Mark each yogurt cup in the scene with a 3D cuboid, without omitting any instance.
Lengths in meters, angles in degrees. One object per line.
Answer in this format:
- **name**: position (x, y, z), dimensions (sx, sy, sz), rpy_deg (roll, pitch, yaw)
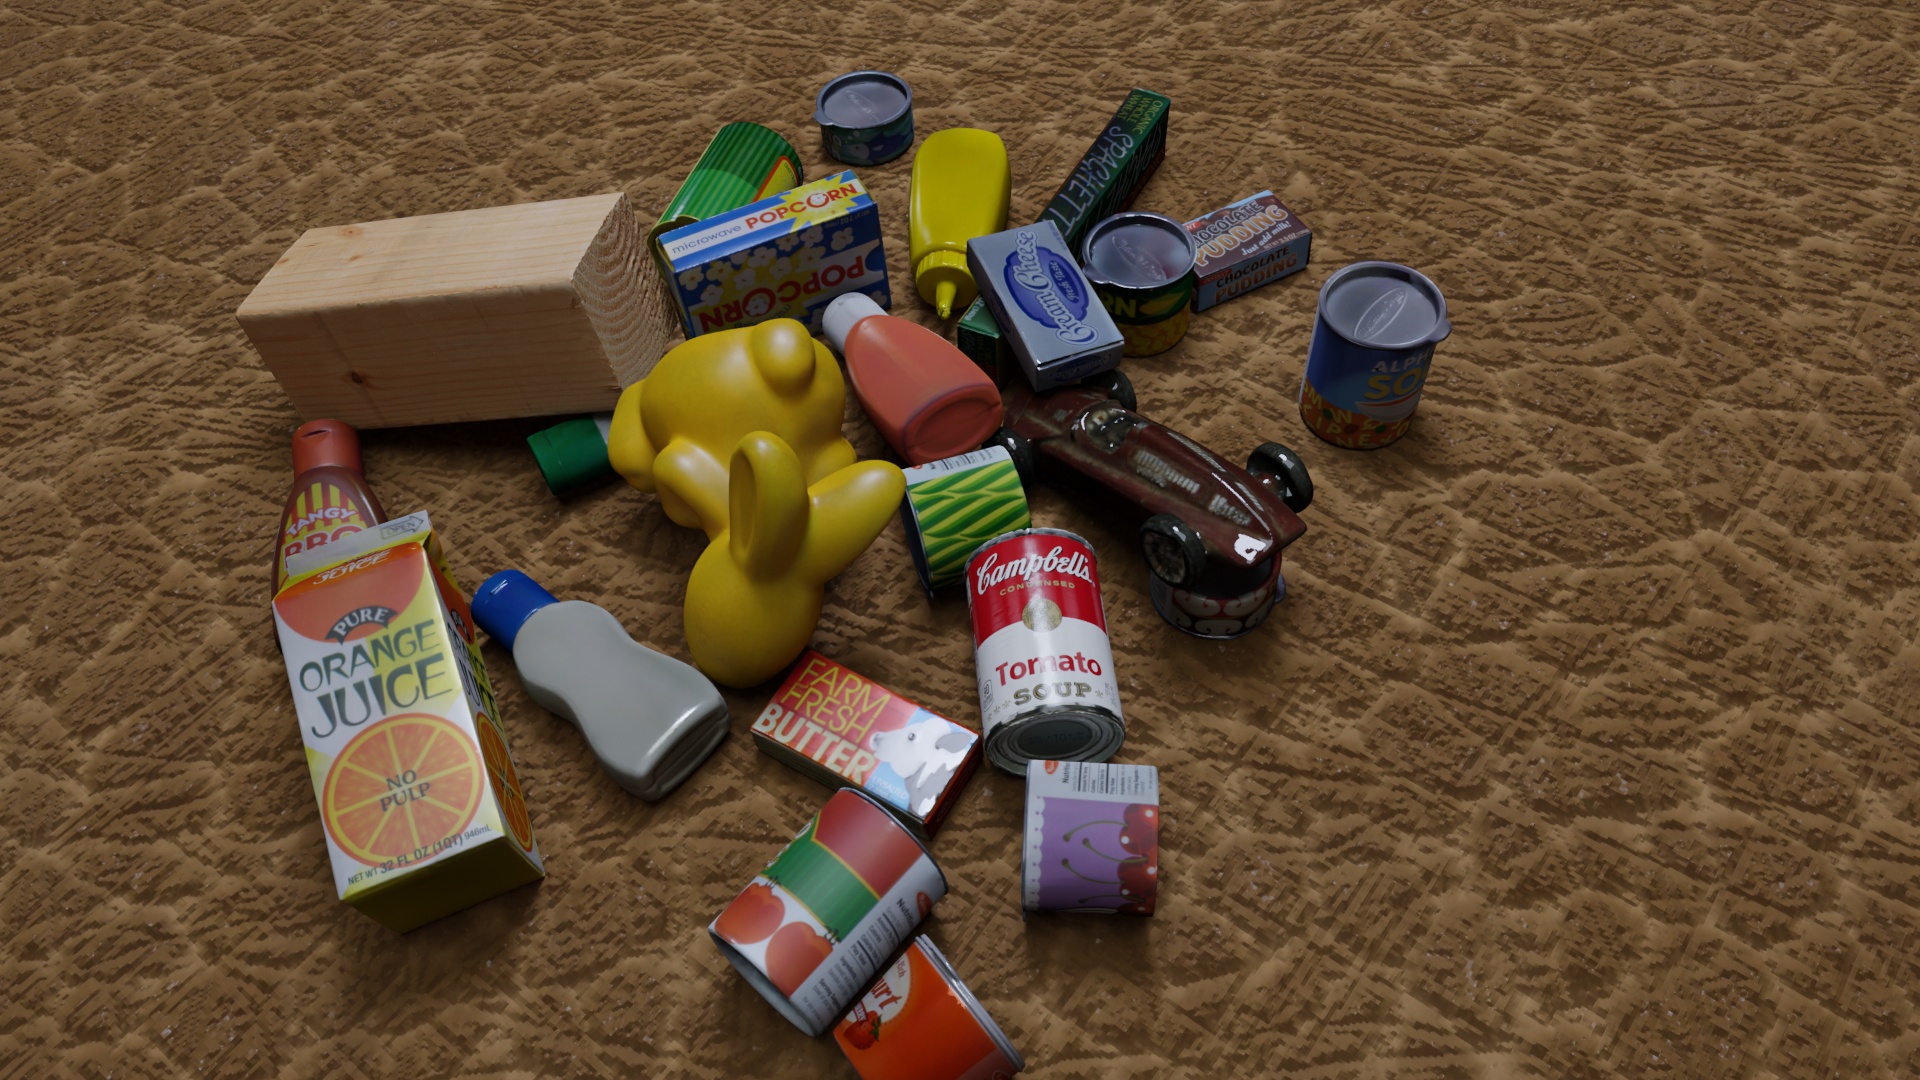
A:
- **yogurt cup**: position (-0.015, 0.204, 0.566), dimensions (0.054, 0.072, 0.072), rpy_deg (-38, 59, -13)

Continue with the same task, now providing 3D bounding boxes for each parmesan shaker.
- **parmesan shaker**: position (-0.147, -0.211, 0.882), dimensions (0.071, 0.071, 0.103), rpy_deg (12, 55, 13)

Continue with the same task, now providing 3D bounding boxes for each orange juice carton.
- **orange juice carton**: position (-0.263, 0.075, 0.652), dimensions (0.072, 0.072, 0.193), rpy_deg (-20, 66, -11)

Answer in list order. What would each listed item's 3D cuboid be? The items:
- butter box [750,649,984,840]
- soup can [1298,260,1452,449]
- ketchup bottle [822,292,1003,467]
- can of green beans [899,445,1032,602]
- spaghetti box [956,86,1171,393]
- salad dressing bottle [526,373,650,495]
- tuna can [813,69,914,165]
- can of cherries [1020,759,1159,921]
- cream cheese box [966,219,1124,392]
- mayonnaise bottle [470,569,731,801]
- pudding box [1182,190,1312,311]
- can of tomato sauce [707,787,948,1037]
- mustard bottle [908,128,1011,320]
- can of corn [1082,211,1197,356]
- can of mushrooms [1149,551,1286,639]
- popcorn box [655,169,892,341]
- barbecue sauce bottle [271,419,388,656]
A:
- **butter box**: position (-0.046, 0.097, 0.672), dimensions (0.103, 0.024, 0.053), rpy_deg (24, 59, 20)
- **soup can**: position (0.227, -0.099, 0.764), dimensions (0.071, 0.083, 0.072), rpy_deg (-2, 53, 3)
- **ketchup bottle**: position (-0.035, -0.097, 0.786), dimensions (0.065, 0.043, 0.149), rpy_deg (-27, 40, -12)
- **can of green beans**: position (0.002, -0.011, 0.725), dimensions (0.058, 0.071, 0.071), rpy_deg (-15, 54, -8)
- **spaghetti box**: position (0.069, -0.193, 0.867), dimensions (0.029, 0.050, 0.251), rpy_deg (23, 58, 17)
- **salad dressing bottle**: position (-0.172, -0.072, 0.796), dimensions (0.148, 0.043, 0.064), rpy_deg (-27, 50, -15)
- **tuna can**: position (-0.067, -0.292, 0.961), dimensions (0.071, 0.032, 0.071), rpy_deg (-2, 53, 3)
- **can of cherries**: position (0.057, 0.134, 0.614), dimensions (0.058, 0.071, 0.072), rpy_deg (2, 53, 4)
- **cream cheese box**: position (0.046, -0.134, 0.779), dimensions (0.053, 0.024, 0.104), rpy_deg (-17, 59, -13)
- **mayonnaise bottle**: position (-0.186, 0.065, 0.696), dimensions (0.148, 0.041, 0.065), rpy_deg (32, 62, 26)
- **pudding box**: position (0.170, -0.181, 0.863), dimensions (0.084, 0.030, 0.050), rpy_deg (-23, 54, -13)
- **can of tomato sauce**: position (-0.058, 0.159, 0.601), dimensions (0.071, 0.070, 0.083), rpy_deg (33, 63, 25)
- **mustard bottle**: position (-0.004, -0.193, 0.873), dimensions (0.065, 0.048, 0.161), rpy_deg (3, 54, 7)
- **can of corn**: position (0.103, -0.151, 0.828), dimensions (0.071, 0.058, 0.071), rpy_deg (-2, 53, 3)
- **can of mushrooms**: position (0.134, 0.015, 0.716), dimensions (0.071, 0.033, 0.071), rpy_deg (-2, 52, 3)
- **popcorn box**: position (-0.110, -0.160, 0.832), dimensions (0.127, 0.084, 0.038), rpy_deg (-22, 54, -12)
- **barbecue sauce bottle**: position (-0.340, -0.002, 0.755), dimensions (0.065, 0.043, 0.149), rpy_deg (-17, 53, -9)
